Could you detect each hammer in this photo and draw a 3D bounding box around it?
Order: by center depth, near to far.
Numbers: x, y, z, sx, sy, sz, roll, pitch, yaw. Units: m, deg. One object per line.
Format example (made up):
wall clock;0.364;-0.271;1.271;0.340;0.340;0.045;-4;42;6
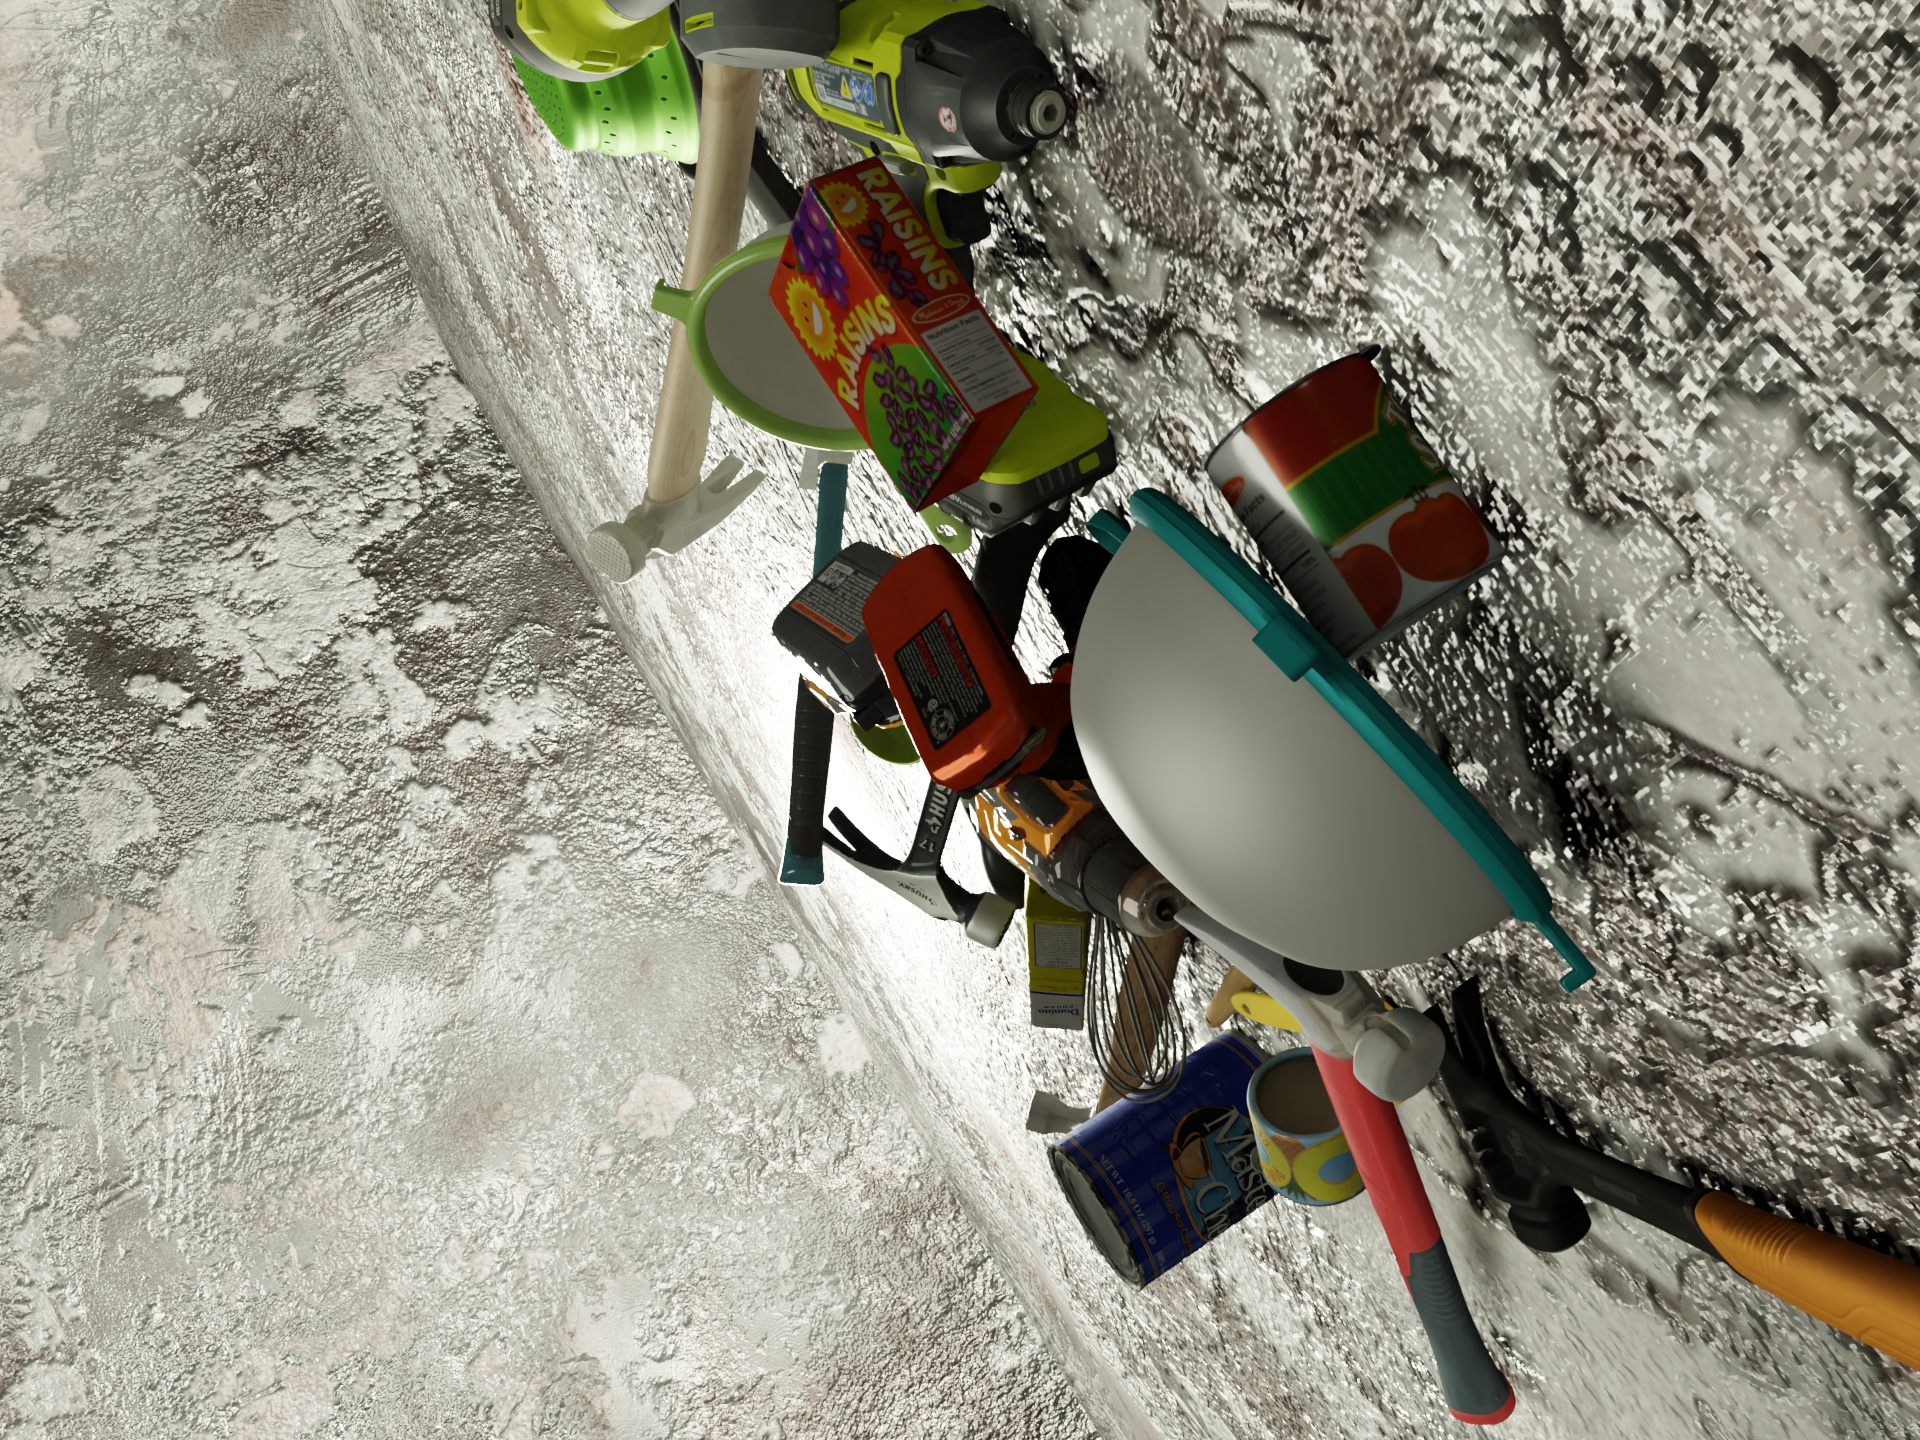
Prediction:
hammer;0.288;0.182;0.557;0.127;0.034;0.337;63;165;-11
hammer;0.212;0.238;0.799;0.143;0.038;0.385;37;160;51
hammer;-0.137;-0.264;0.901;0.038;0.146;0.410;32;135;13
hammer;-0.002;-0.003;0.972;0.149;0.036;0.408;26;141;9
hammer;-0.093;-0.054;1.052;0.128;0.033;0.331;-176;91;-78
hammer;0.120;0.209;1.068;0.130;0.031;0.331;14;140;9

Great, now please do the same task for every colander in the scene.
colander;-0.189;-0.369;0.991;0.397;0.094;0.204;56;164;18

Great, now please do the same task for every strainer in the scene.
strainer;0.090;-0.005;0.642;0.210;0.095;0.341;43;-174;-28
strainer;-0.049;-0.195;0.909;0.256;0.151;0.069;52;-145;-49

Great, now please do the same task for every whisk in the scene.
whisk;0.085;0.107;0.940;0.055;0.055;0.239;92;168;-63
whisk;-0.003;0.021;1.066;0.070;0.070;0.284;37;154;56

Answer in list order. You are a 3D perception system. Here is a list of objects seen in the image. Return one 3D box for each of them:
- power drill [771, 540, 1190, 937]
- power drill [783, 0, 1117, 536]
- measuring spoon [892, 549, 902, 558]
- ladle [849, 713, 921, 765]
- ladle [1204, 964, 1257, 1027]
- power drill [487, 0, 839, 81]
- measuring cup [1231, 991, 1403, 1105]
power drill;0.018;0.019;0.831;0.226;0.084;0.185;47;174;-27
power drill;0.001;-0.204;0.713;0.171;0.080;0.223;39;151;45
measuring spoon;-0.031;-0.073;1.173;0.021;0.011;0.116;35;151;58
ladle;-0.001;0.010;1.148;0.078;0.062;0.320;64;162;-16
ladle;0.165;0.128;0.878;0.069;0.031;0.315;52;165;19
power drill;-0.128;-0.377;0.689;0.229;0.080;0.190;17;111;50
measuring cup;0.184;0.167;0.840;0.062;0.029;0.156;62;157;-13
